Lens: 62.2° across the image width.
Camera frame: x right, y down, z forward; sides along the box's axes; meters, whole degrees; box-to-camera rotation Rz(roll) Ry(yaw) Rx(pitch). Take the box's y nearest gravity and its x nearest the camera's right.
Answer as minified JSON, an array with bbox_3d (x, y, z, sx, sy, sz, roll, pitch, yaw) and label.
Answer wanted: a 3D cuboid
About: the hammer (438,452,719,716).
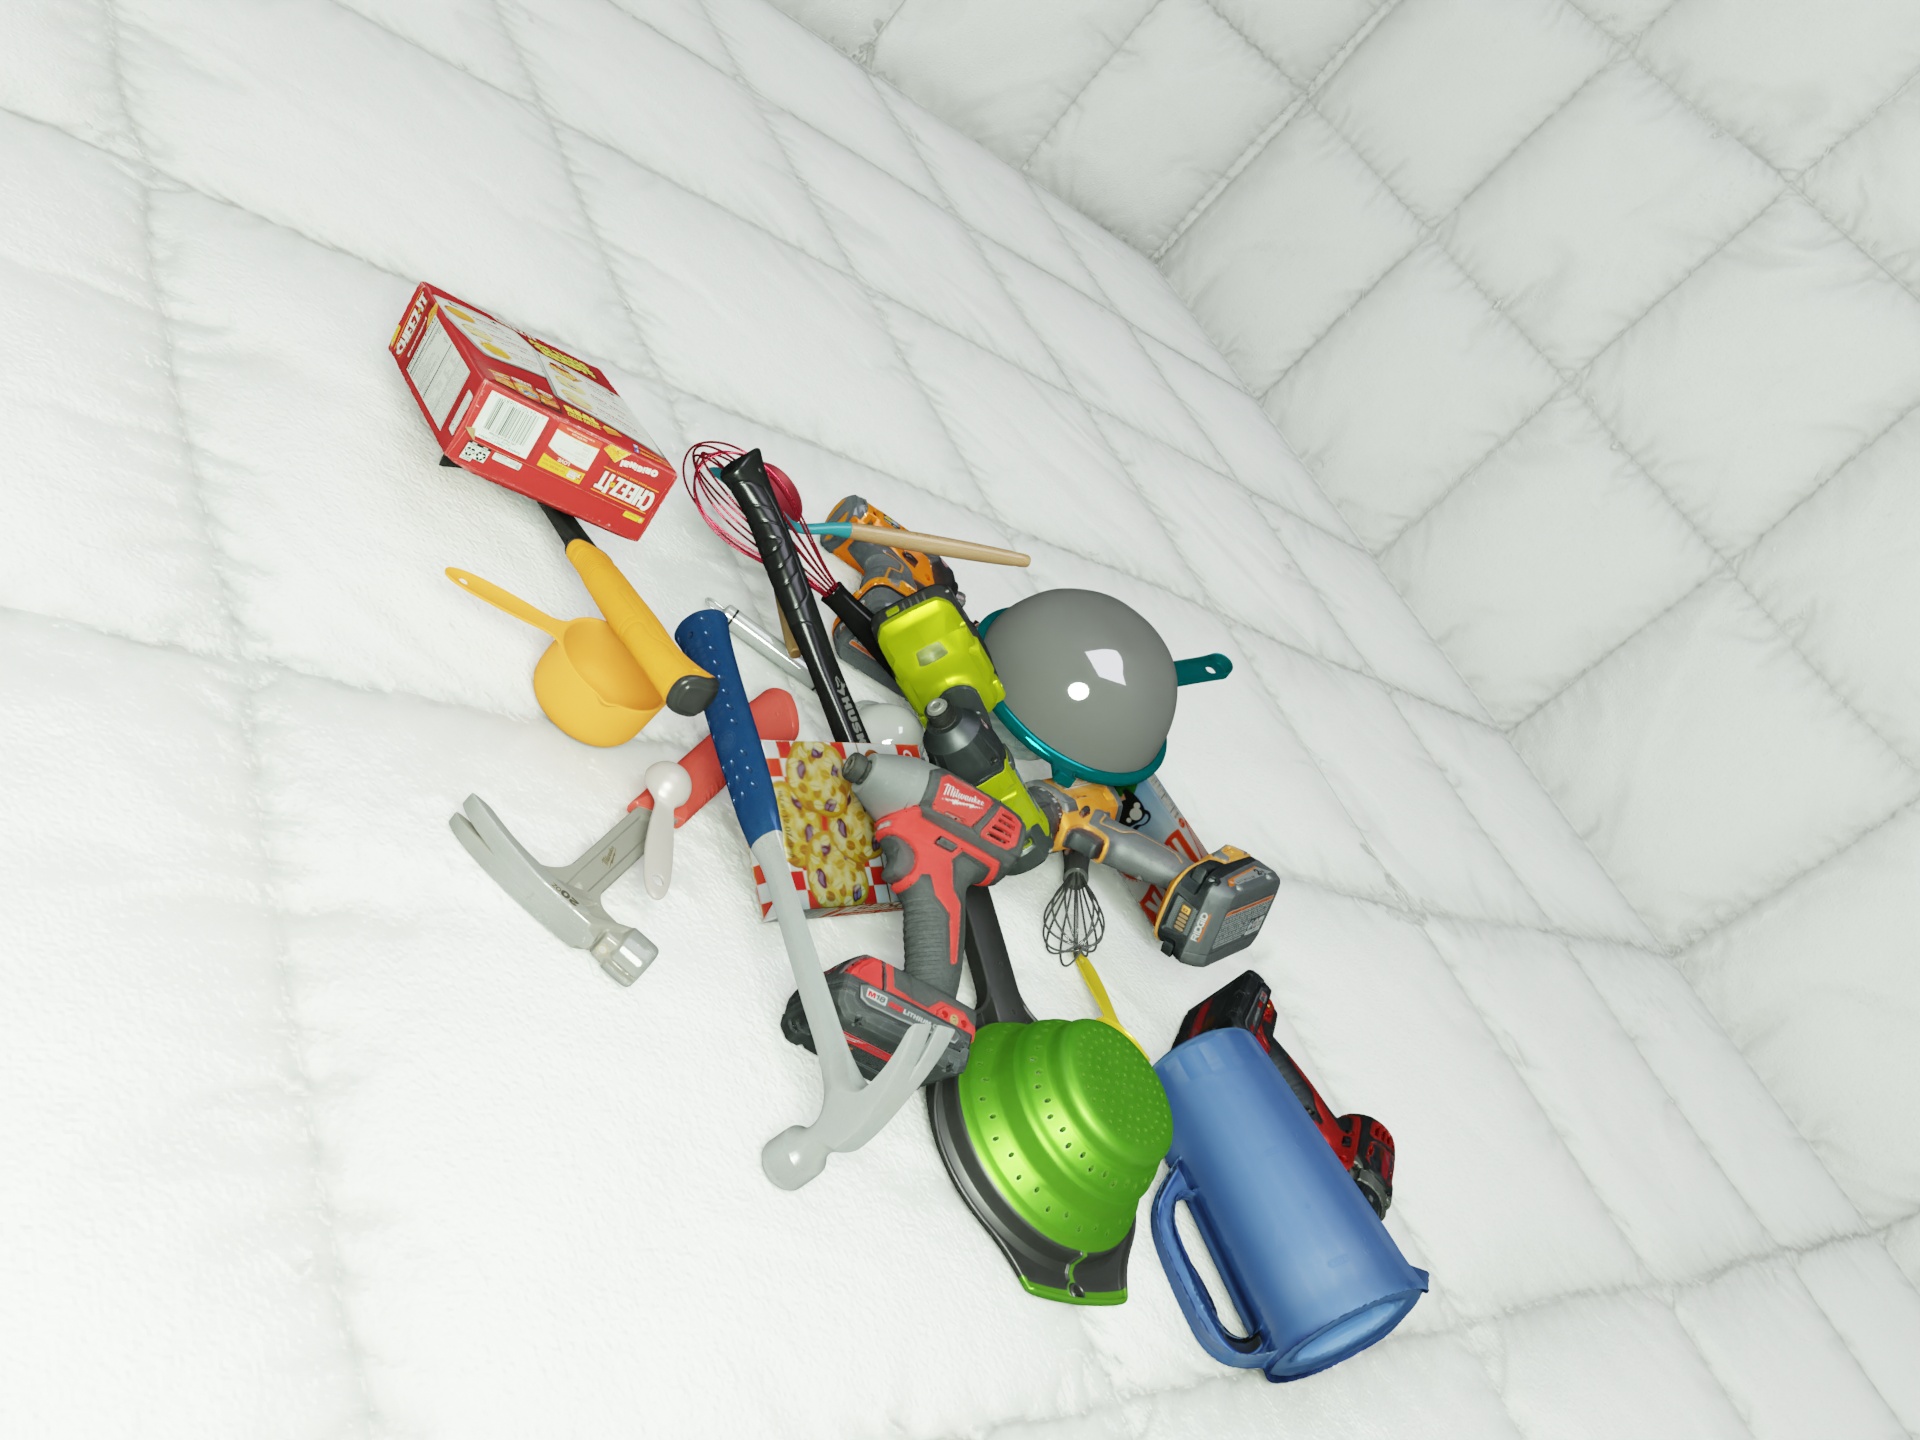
[{"bbox_3d":[-0.266,-0.109,1.147,0.127,0.034,0.337,17,22,-45],"label":"hammer"}]

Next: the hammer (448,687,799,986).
[{"bbox_3d":[-0.203,0.045,1.109,0.149,0.036,0.359,44,26,-3],"label":"hammer"}]

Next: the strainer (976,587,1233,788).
[{"bbox_3d":[0.166,-0.058,1.477,0.340,0.095,0.211,-10,57,-44],"label":"strainer"}]

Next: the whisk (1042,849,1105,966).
[{"bbox_3d":[0.102,0.143,1.416,0.055,0.055,0.239,40,22,-12],"label":"whisk"}]

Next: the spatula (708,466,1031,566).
[{"bbox_3d":[-0.075,-0.180,1.451,0.317,0.044,0.082,8,5,-25],"label":"spatula"}]

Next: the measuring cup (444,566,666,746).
[{"bbox_3d":[-0.287,-0.044,1.097,0.173,0.052,0.095,32,29,-22],"label":"measuring cup"}]

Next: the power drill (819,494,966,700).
[{"bbox_3d":[-0.051,-0.112,1.517,0.164,0.084,0.227,32,25,-26],"label":"power drill"}]

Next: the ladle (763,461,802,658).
[{"bbox_3d":[-0.162,-0.145,1.427,0.069,0.031,0.316,28,26,-28],"label":"ladle"}]

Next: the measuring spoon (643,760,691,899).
[{"bbox_3d":[-0.190,0.068,1.033,0.034,0.018,0.124,31,31,-27],"label":"measuring spoon"}]

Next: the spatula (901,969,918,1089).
[{"bbox_3d":[-0.020,0.168,1.222,0.059,0.018,0.316,43,26,-11],"label":"spatula"}]

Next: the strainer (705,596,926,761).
[{"bbox_3d":[-0.110,-0.026,1.350,0.258,0.050,0.087,36,32,-11],"label":"strainer"}]

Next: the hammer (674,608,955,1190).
[{"bbox_3d":[-0.118,0.084,1.031,0.035,0.144,0.406,22,37,-46],"label":"hammer"}]

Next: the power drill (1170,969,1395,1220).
[{"bbox_3d":[0.280,0.344,1.352,0.226,0.080,0.188,49,26,0],"label":"power drill"}]

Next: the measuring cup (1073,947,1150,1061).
[{"bbox_3d":[0.110,0.243,1.310,0.062,0.029,0.157,31,17,-26],"label":"measuring cup"}]

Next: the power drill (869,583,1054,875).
[{"bbox_3d":[-0.002,-0.004,1.264,0.171,0.080,0.223,59,6,-39],"label":"power drill"}]

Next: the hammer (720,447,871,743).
[{"bbox_3d":[-0.112,-0.059,1.269,0.146,0.035,0.335,-20,88,-58],"label":"hammer"}]

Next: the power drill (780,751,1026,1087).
[{"bbox_3d":[-0.039,0.127,1.089,0.143,0.078,0.220,32,53,-23],"label":"power drill"}]

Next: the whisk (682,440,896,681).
[{"bbox_3d":[-0.123,-0.124,1.350,0.295,0.073,0.073,45,24,-19],"label":"whisk"}]

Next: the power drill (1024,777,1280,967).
[{"bbox_3d":[0.132,0.117,1.335,0.226,0.084,0.185,30,20,29],"label":"power drill"}]

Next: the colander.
[{"bbox_3d":[0.062,0.214,1.159,0.204,0.094,0.398,23,37,-40],"label":"colander"}]
